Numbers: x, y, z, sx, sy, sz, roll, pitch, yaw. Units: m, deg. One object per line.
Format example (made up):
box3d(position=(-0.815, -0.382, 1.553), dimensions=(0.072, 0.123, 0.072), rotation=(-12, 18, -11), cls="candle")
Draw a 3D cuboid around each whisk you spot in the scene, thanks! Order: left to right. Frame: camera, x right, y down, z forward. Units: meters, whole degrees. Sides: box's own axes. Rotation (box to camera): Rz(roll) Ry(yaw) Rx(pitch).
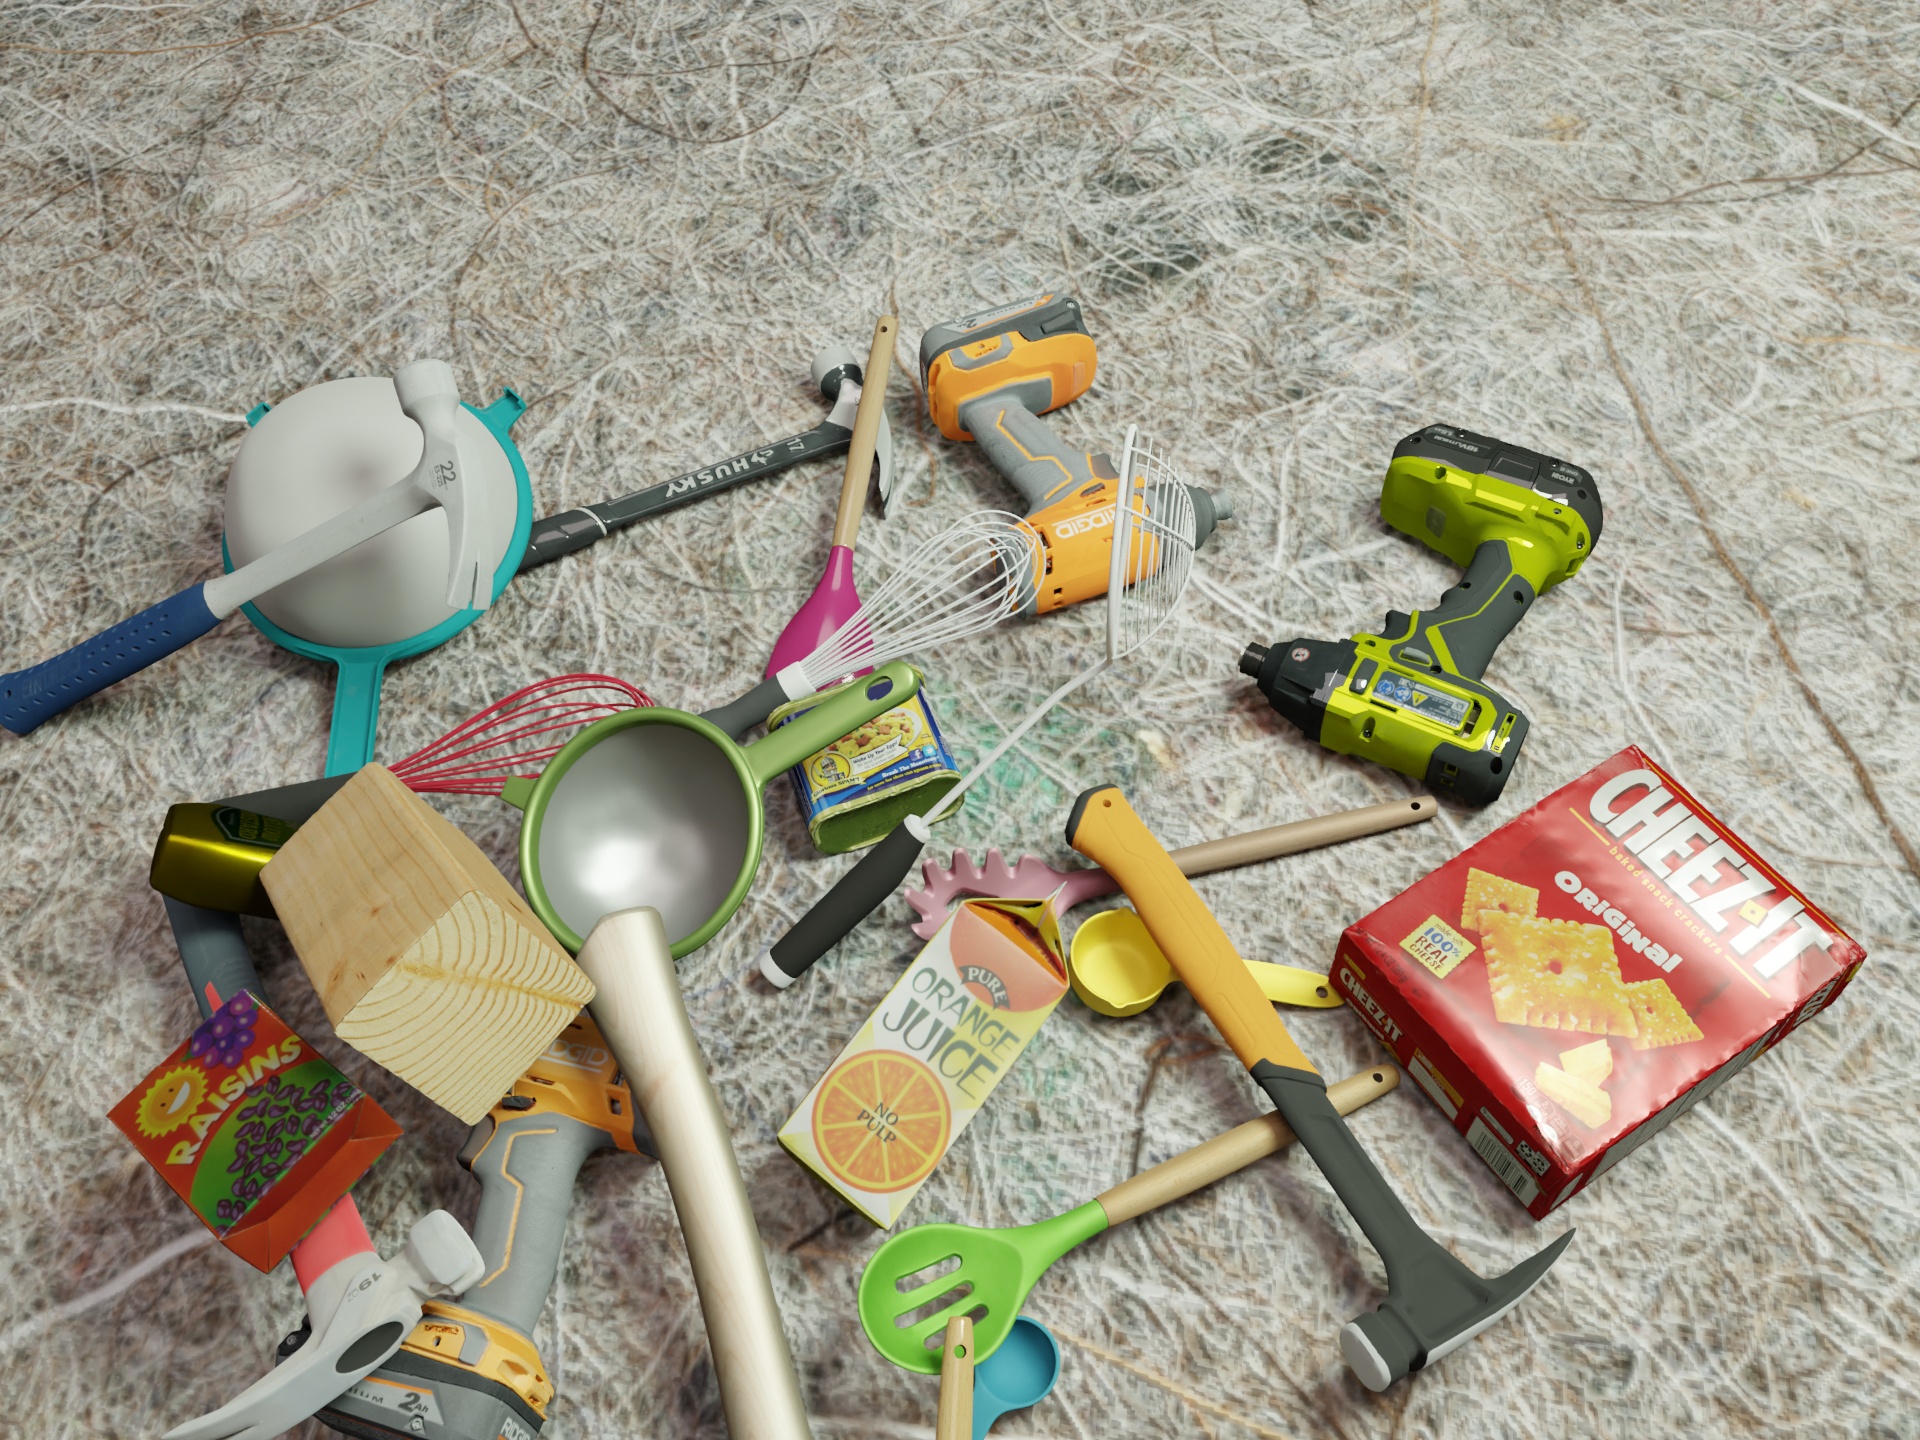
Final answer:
box3d(position=(-0.329, 0.031, 0.960), dimensions=(0.296, 0.073, 0.073), rotation=(-16, 55, -7), cls="whisk")
box3d(position=(-0.073, -0.039, 0.983), dimensions=(0.284, 0.070, 0.070), rotation=(-31, 57, 5), cls="whisk")

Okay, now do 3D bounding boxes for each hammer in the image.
box3d(position=(-0.451, -0.073, 0.980), dimensions=(0.405, 0.035, 0.144), rotation=(-21, 82, 22), cls="hammer")
box3d(position=(-0.379, 0.194, 0.829), dimensions=(0.143, 0.038, 0.387), rotation=(-35, 44, -15), cls="hammer")
box3d(position=(-0.237, -0.140, 1.108), dimensions=(0.409, 0.036, 0.149), rotation=(-22, 57, -9), cls="hammer")
box3d(position=(-0.095, 0.277, 0.751), dimensions=(0.146, 0.038, 0.411), rotation=(-18, 69, -8), cls="hammer")
box3d(position=(0.162, 0.162, 0.823), dimensions=(0.127, 0.034, 0.337), rotation=(-21, 58, -22), cls="hammer")

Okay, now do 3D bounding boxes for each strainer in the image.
box3d(position=(-0.394, -0.091, 1.017), dimensions=(0.211, 0.095, 0.341), rotation=(-3, 66, 1), cls="strainer")
box3d(position=(-0.130, 0.045, 0.922), dimensions=(0.256, 0.069, 0.152), rotation=(-31, 69, 4), cls="strainer")

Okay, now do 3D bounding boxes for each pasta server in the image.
box3d(position=(0.125, 0.081, 0.917), dimensions=(0.316, 0.040, 0.060), rotation=(-12, 67, -4), cls="pasta server")

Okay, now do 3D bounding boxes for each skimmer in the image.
box3d(position=(-0.001, -0.003, 0.882), dimensions=(0.090, 0.127, 0.363), rotation=(45, 98, 2), cls="skimmer")

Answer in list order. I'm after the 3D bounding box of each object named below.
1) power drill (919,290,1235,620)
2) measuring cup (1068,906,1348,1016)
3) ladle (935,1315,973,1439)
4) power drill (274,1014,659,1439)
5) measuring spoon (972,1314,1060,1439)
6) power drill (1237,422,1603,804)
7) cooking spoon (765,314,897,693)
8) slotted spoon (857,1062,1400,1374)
box3d(position=(0.075, -0.184, 1.081), dimensions=(0.164, 0.084, 0.227), rotation=(-18, 60, -7), cls="power drill")
box3d(position=(0.136, 0.145, 0.884), dimensions=(0.156, 0.029, 0.062), rotation=(10, 55, -2), cls="measuring cup")
box3d(position=(-0.008, 0.416, 0.661), dimensions=(0.069, 0.031, 0.316), rotation=(5, 67, -4), cls="ladle")
box3d(position=(-0.257, 0.247, 0.816), dimensions=(0.185, 0.084, 0.226), rotation=(10, 53, 15), cls="power drill")
box3d(position=(0.002, 0.345, 0.762), dimensions=(0.042, 0.021, 0.128), rotation=(32, 73, 25), cls="measuring spoon")
box3d(position=(0.288, -0.072, 0.984), dimensions=(0.171, 0.080, 0.223), rotation=(24, 64, 20), cls="power drill")
box3d(position=(-0.075, -0.136, 1.064), dimensions=(0.069, 0.017, 0.319), rotation=(6, 68, 8), cls="cooking spoon")
box3d(position=(0.093, 0.237, 0.792), dimensions=(0.313, 0.031, 0.070), rotation=(-19, 59, -20), cls="slotted spoon")
